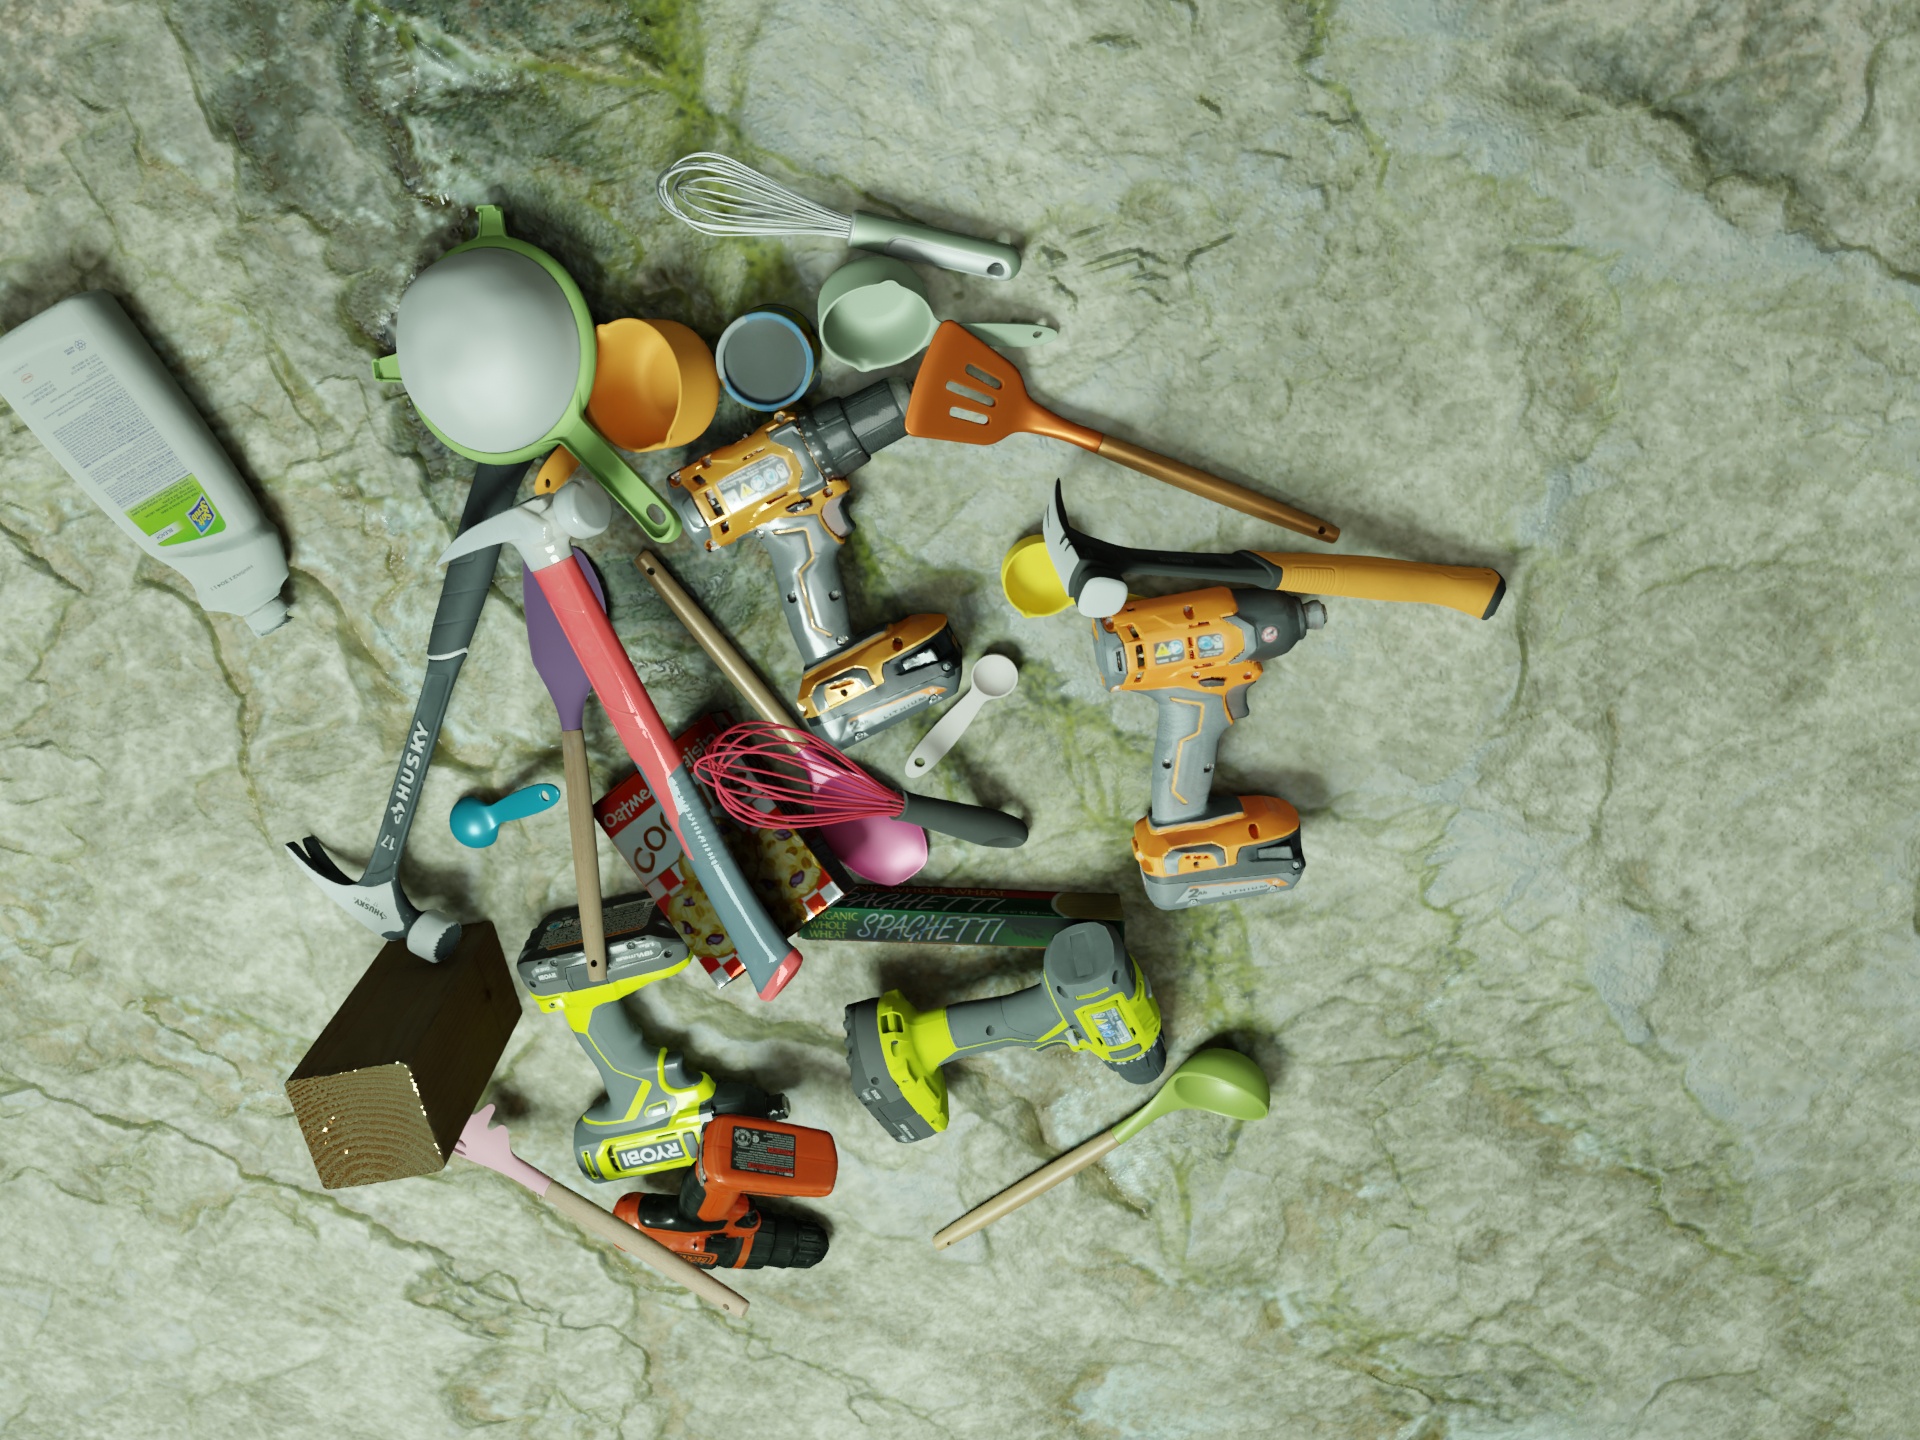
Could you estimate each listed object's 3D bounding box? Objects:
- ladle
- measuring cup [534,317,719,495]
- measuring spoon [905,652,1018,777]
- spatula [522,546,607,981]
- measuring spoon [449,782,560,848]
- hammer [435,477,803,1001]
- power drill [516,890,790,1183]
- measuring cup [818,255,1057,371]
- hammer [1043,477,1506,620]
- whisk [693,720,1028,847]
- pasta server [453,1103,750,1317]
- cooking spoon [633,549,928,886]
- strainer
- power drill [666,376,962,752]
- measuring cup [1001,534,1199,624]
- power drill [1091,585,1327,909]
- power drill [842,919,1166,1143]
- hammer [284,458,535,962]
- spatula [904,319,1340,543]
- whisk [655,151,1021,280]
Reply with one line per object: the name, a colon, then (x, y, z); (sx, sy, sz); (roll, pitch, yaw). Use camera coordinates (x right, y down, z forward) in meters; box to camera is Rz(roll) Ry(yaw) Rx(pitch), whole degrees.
ladle: (0.108, 0.360, 1.290); (0.320, 0.062, 0.078); (-35, 125, 15)
measuring cup: (-0.232, -0.207, 1.097); (0.173, 0.052, 0.095); (-36, 82, 36)
measuring spoon: (-0.002, -0.004, 1.186); (0.034, 0.018, 0.124); (36, 113, -12)
spatula: (-0.277, 0.032, 1.154); (0.060, 0.018, 0.316); (-5, 92, 3)
measuring spoon: (-0.340, 0.069, 1.176); (0.128, 0.021, 0.042); (-19, 102, 39)
hammer: (-0.221, 0.029, 1.101); (0.143, 0.038, 0.386); (-14, 109, 33)
power drill: (-0.240, 0.251, 1.245); (0.171, 0.080, 0.223); (-13, 112, 5)
measuring cup: (-0.015, -0.276, 1.075); (0.167, 0.038, 0.083); (-1, 148, -19)
hammer: (0.222, -0.106, 1.097); (0.336, 0.127, 0.034); (3, 127, -17)
whisk: (-0.060, 0.056, 1.122); (0.295, 0.073, 0.073); (17, 112, -40)
pasta server: (-0.291, 0.371, 1.231); (0.316, 0.040, 0.060); (24, 125, 19)
cooking spoon: (-0.134, 0.000, 1.184); (0.069, 0.017, 0.318); (-36, 106, 11)
strainer: (-0.285, -0.208, 1.042); (0.256, 0.069, 0.151); (45, 108, 8)
power drill: (-0.074, -0.114, 1.114); (0.185, 0.084, 0.226); (-26, 103, 7)
measuring cup: (0.102, -0.092, 1.151); (0.156, 0.029, 0.062); (16, 114, -18)
power drill: (0.190, 0.013, 1.147); (0.164, 0.084, 0.226); (-10, 111, 2)
power drill: (0.043, 0.248, 1.220); (0.228, 0.080, 0.190); (-18, 138, 9)
hammer: (-0.381, -0.033, 1.153); (0.149, 0.036, 0.409); (24, 105, 14)
spatula: (0.120, -0.182, 1.101); (0.322, 0.041, 0.081); (19, 99, -10)
whisk: (-0.079, -0.328, 1.054); (0.246, 0.059, 0.057); (11, 148, -8)
